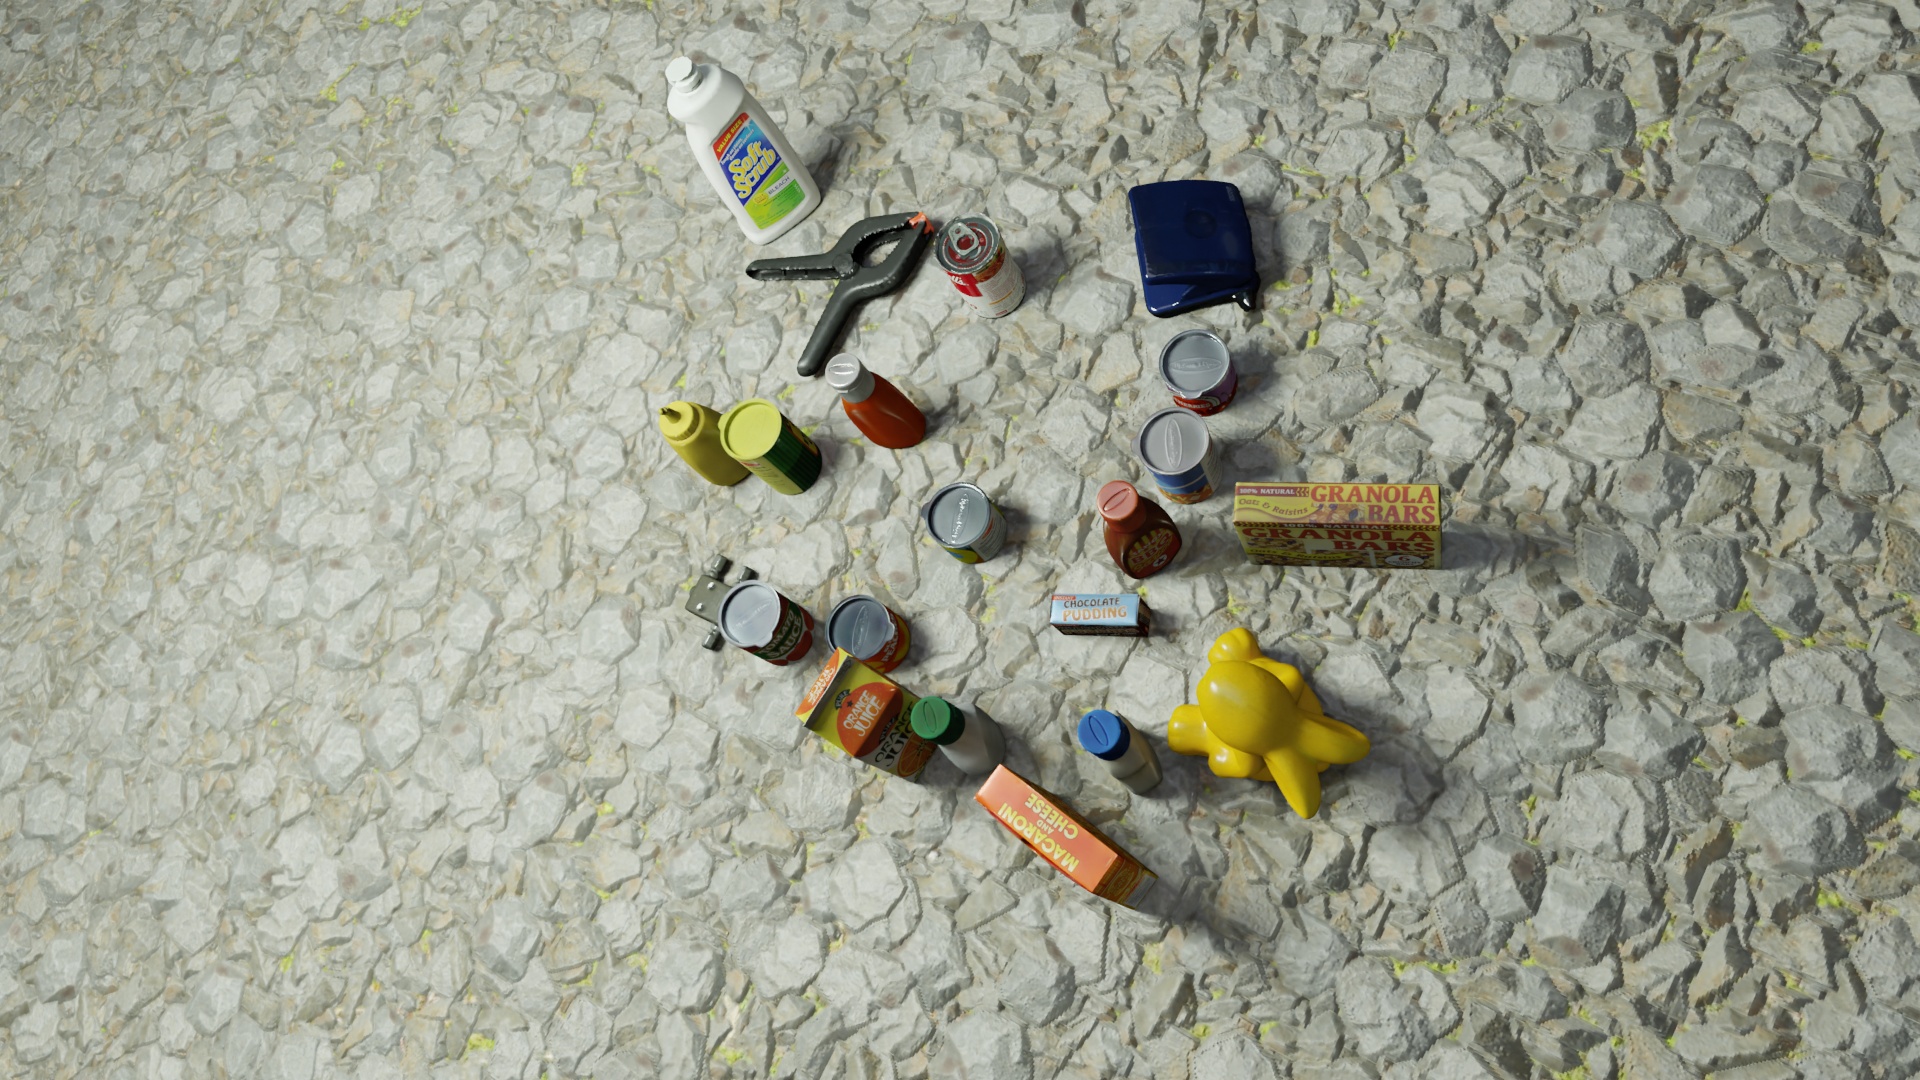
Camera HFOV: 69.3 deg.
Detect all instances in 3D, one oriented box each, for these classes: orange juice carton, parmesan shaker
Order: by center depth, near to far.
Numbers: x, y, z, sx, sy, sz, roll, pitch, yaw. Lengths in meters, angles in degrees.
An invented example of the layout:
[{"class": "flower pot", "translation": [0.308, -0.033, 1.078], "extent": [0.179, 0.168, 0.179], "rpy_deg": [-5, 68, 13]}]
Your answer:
[{"class": "orange juice carton", "translation": [-0.081, 0.154, 1.234], "extent": [0.073, 0.192, 0.072], "rpy_deg": [31, 84, 26]}, {"class": "parmesan shaker", "translation": [-0.192, -0.095, 1.412], "extent": [0.071, 0.103, 0.071], "rpy_deg": [-6, 70, 17]}]

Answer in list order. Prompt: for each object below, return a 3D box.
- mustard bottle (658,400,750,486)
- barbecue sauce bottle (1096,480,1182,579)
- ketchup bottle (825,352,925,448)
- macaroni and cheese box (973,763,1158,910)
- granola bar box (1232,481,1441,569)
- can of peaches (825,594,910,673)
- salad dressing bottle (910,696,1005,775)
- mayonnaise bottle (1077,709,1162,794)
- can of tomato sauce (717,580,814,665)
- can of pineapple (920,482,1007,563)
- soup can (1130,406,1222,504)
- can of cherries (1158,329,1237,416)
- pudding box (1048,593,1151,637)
[{"class": "mustard bottle", "translation": [-0.263, -0.106, 1.409], "extent": [0.065, 0.160, 0.049], "rpy_deg": [-41, 64, 2]}, {"class": "barbecue sauce bottle", "translation": [0.155, -0.012, 1.236], "extent": [0.065, 0.148, 0.044], "rpy_deg": [-38, 64, 4]}, {"class": "ketchup bottle", "translation": [-0.087, -0.136, 1.364], "extent": [0.065, 0.148, 0.043], "rpy_deg": [2, 73, 20]}, {"class": "macaroni and cheese box", "translation": [0.091, 0.249, 1.155], "extent": [0.124, 0.166, 0.040], "rpy_deg": [35, 86, 26]}, {"class": "granola bar box", "translation": [0.325, -0.013, 1.190], "extent": [0.165, 0.124, 0.039], "rpy_deg": [1, 72, 20]}, {"class": "can of peaches", "translation": [-0.086, 0.092, 1.333], "extent": [0.071, 0.058, 0.071], "rpy_deg": [-6, 70, 17]}, {"class": "salad dressing bottle", "translation": [-0.002, 0.169, 1.226], "extent": [0.044, 0.147, 0.064], "rpy_deg": [-21, 66, 12]}, {"class": "mayonnaise bottle", "translation": [0.133, 0.175, 1.176], "extent": [0.041, 0.148, 0.065], "rpy_deg": [-32, 64, 7]}, {"class": "can of tomato sauce", "translation": [-0.187, 0.083, 1.358], "extent": [0.071, 0.083, 0.071], "rpy_deg": [-6, 70, 17]}, {"class": "can of pineapple", "translation": [0.005, -0.017, 1.340], "extent": [0.071, 0.057, 0.071], "rpy_deg": [-6, 70, 17]}, {"class": "soup can", "translation": [0.200, -0.077, 1.279], "extent": [0.071, 0.083, 0.071], "rpy_deg": [-6, 70, 17]}, {"class": "can of cherries", "translation": [0.225, -0.155, 1.312], "extent": [0.071, 0.058, 0.071], "rpy_deg": [-6, 70, 17]}, {"class": "pudding box", "translation": [0.128, 0.068, 1.271], "extent": [0.083, 0.049, 0.030], "rpy_deg": [0, 72, 19]}]
